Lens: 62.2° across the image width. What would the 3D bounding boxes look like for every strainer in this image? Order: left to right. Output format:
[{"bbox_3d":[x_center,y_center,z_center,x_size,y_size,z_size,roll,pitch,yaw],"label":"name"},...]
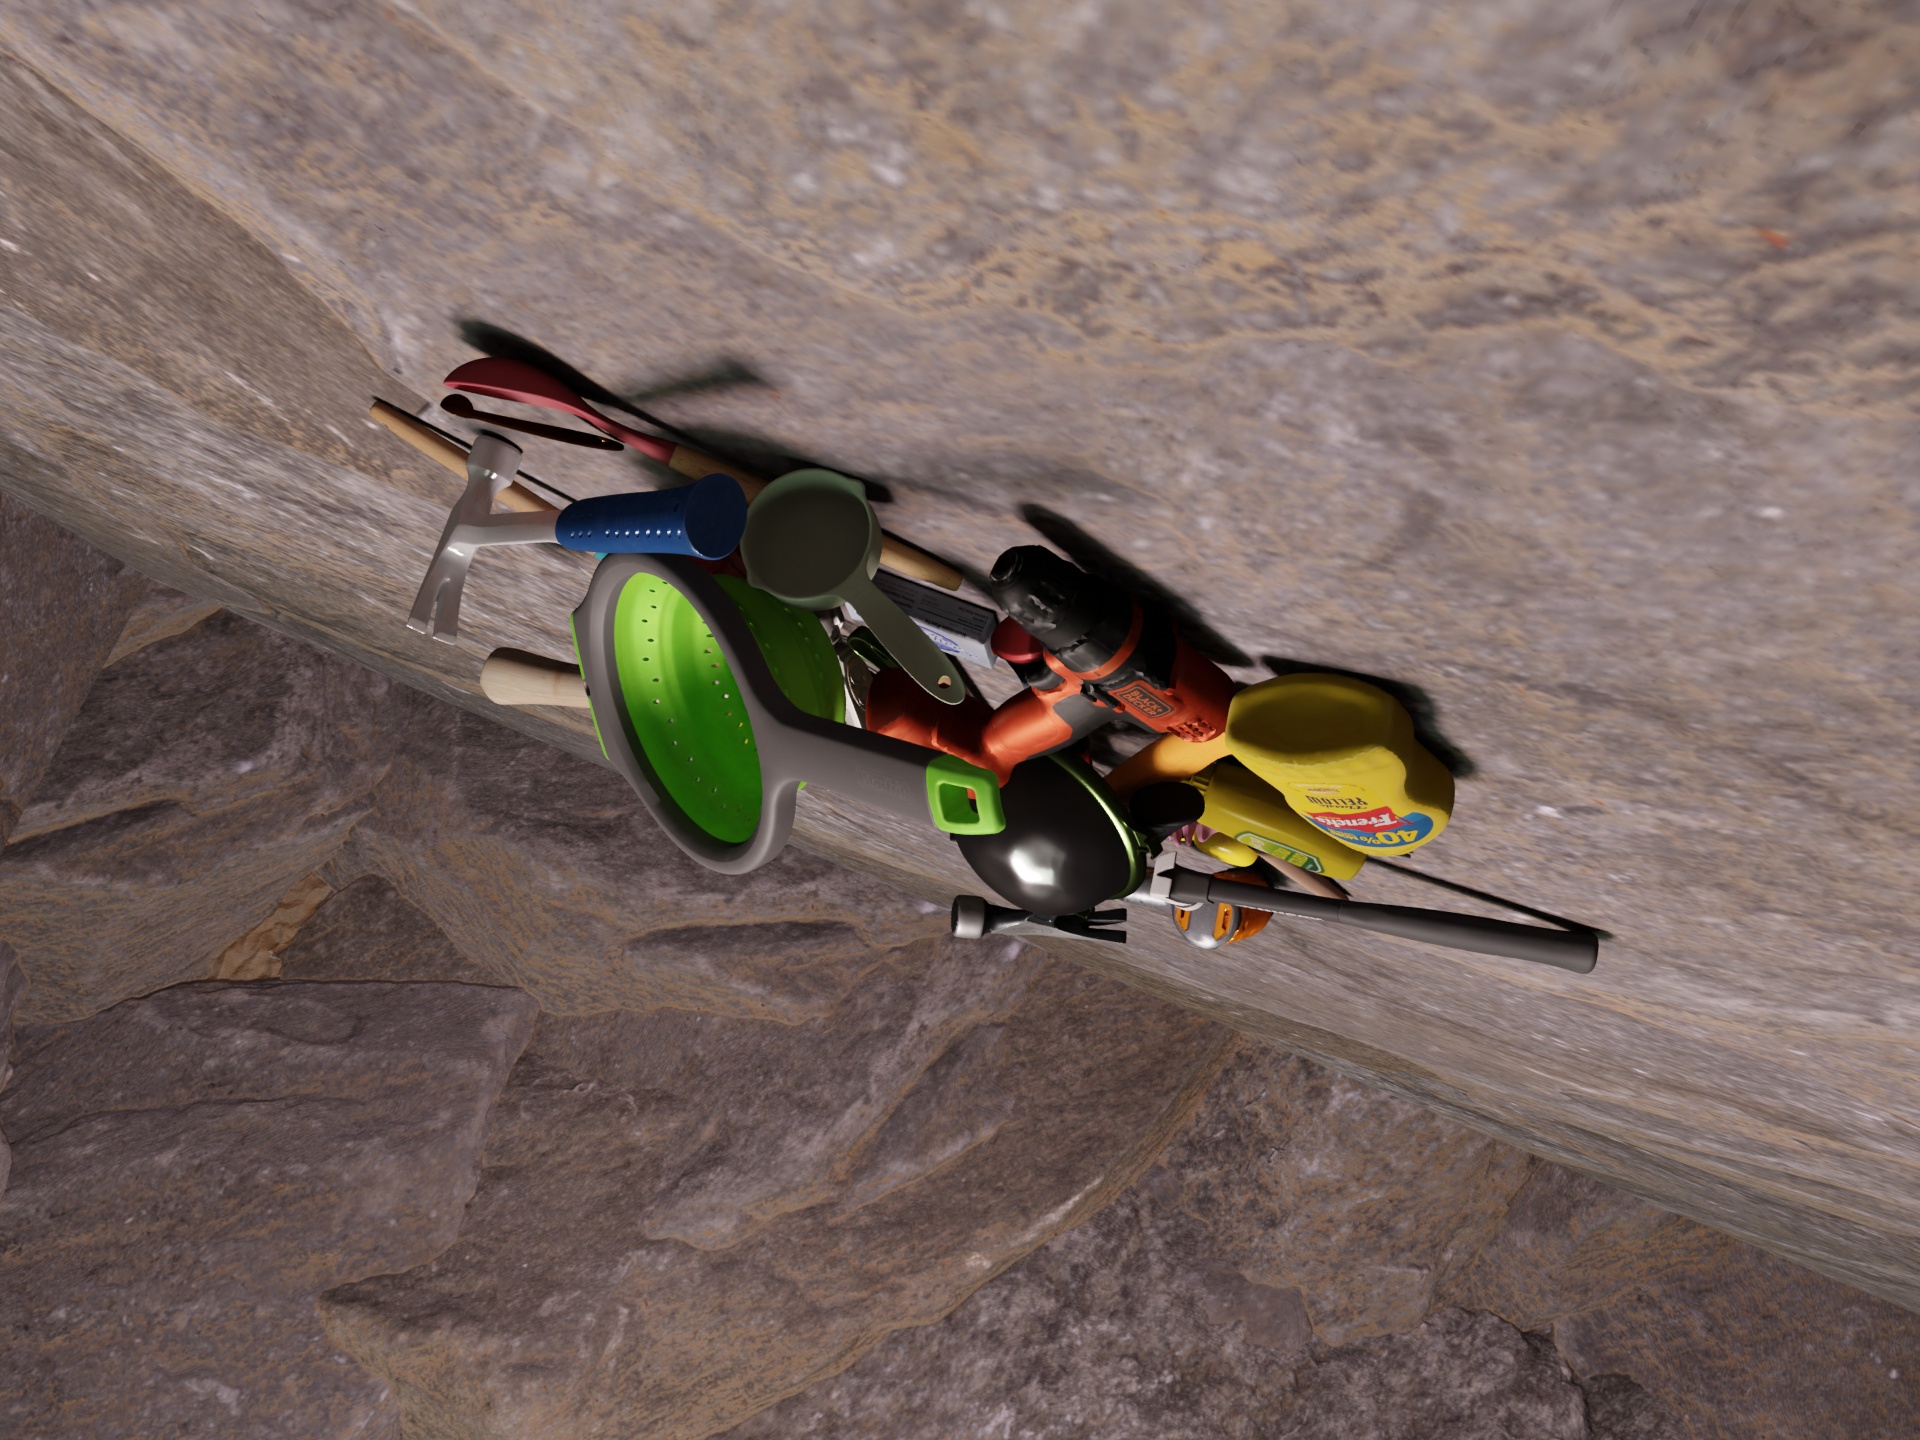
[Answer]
[{"bbox_3d":[0.006,0.042,1.050,0.256,0.069,0.151,43,153,5],"label":"strainer"}]

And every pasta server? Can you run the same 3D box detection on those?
[{"bbox_3d":[0.249,0.109,1.278,0.316,0.060,0.040,32,-152,-48],"label":"pasta server"}]

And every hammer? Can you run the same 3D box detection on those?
[{"bbox_3d":[-0.236,-0.110,0.941,0.035,0.144,0.406,25,171,-34],"label":"hammer"},{"bbox_3d":[-0.226,-0.017,1.222,0.411,0.038,0.146,2,122,38],"label":"hammer"},{"bbox_3d":[0.087,0.013,1.111,0.143,0.038,0.386,4,161,10],"label":"hammer"},{"bbox_3d":[0.101,0.115,1.187,0.149,0.036,0.408,6,161,-10],"label":"hammer"},{"bbox_3d":[0.105,0.042,1.080,0.127,0.034,0.337,11,160,-18],"label":"hammer"},{"bbox_3d":[0.306,0.148,1.211,0.335,0.035,0.146,8,171,21],"label":"hammer"}]

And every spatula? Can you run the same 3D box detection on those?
[{"bbox_3d":[-0.287,-0.152,1.183,0.317,0.044,0.082,32,168,-18],"label":"spatula"}]

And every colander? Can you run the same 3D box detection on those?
[{"bbox_3d":[-0.083,-0.005,0.896,0.094,0.204,0.397,-24,-156,-34],"label":"colander"}]

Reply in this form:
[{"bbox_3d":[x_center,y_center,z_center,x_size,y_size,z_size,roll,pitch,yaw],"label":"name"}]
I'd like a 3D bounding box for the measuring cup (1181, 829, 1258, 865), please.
[{"bbox_3d":[0.207,0.106,1.365,0.062,0.029,0.156,26,167,-12],"label":"measuring cup"}]

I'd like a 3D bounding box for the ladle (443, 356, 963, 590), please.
[{"bbox_3d":[-0.143,-0.142,0.923,0.315,0.031,0.069,23,-177,-10],"label":"ladle"}]

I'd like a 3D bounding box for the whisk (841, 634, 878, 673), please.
[{"bbox_3d":[-0.111,-0.064,1.184,0.238,0.055,0.055,36,164,-33],"label":"whisk"}]

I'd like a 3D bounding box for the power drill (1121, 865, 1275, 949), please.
[{"bbox_3d":[0.178,0.150,1.471,0.227,0.084,0.164,13,-174,29],"label":"power drill"}]

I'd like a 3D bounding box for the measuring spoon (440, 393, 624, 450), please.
[{"bbox_3d":[-0.252,-0.177,0.946,0.116,0.011,0.021,7,-154,-40],"label":"measuring spoon"}]

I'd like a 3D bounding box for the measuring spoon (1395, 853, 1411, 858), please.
[{"bbox_3d":[0.270,0.077,1.160,0.124,0.018,0.034,16,-172,3],"label":"measuring spoon"}]

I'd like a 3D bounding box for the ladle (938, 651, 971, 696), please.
[{"bbox_3d":[-0.002,-0.004,1.215,0.078,0.062,0.320,8,162,17],"label":"ladle"}]

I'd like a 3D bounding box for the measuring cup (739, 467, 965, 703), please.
[{"bbox_3d":[-0.051,-0.066,0.867,0.168,0.083,0.038,47,180,17],"label":"measuring cup"}]

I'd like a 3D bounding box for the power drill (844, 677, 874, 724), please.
[{"bbox_3d":[-0.098,0.010,1.422,0.171,0.080,0.223,29,164,-23],"label":"power drill"}]
